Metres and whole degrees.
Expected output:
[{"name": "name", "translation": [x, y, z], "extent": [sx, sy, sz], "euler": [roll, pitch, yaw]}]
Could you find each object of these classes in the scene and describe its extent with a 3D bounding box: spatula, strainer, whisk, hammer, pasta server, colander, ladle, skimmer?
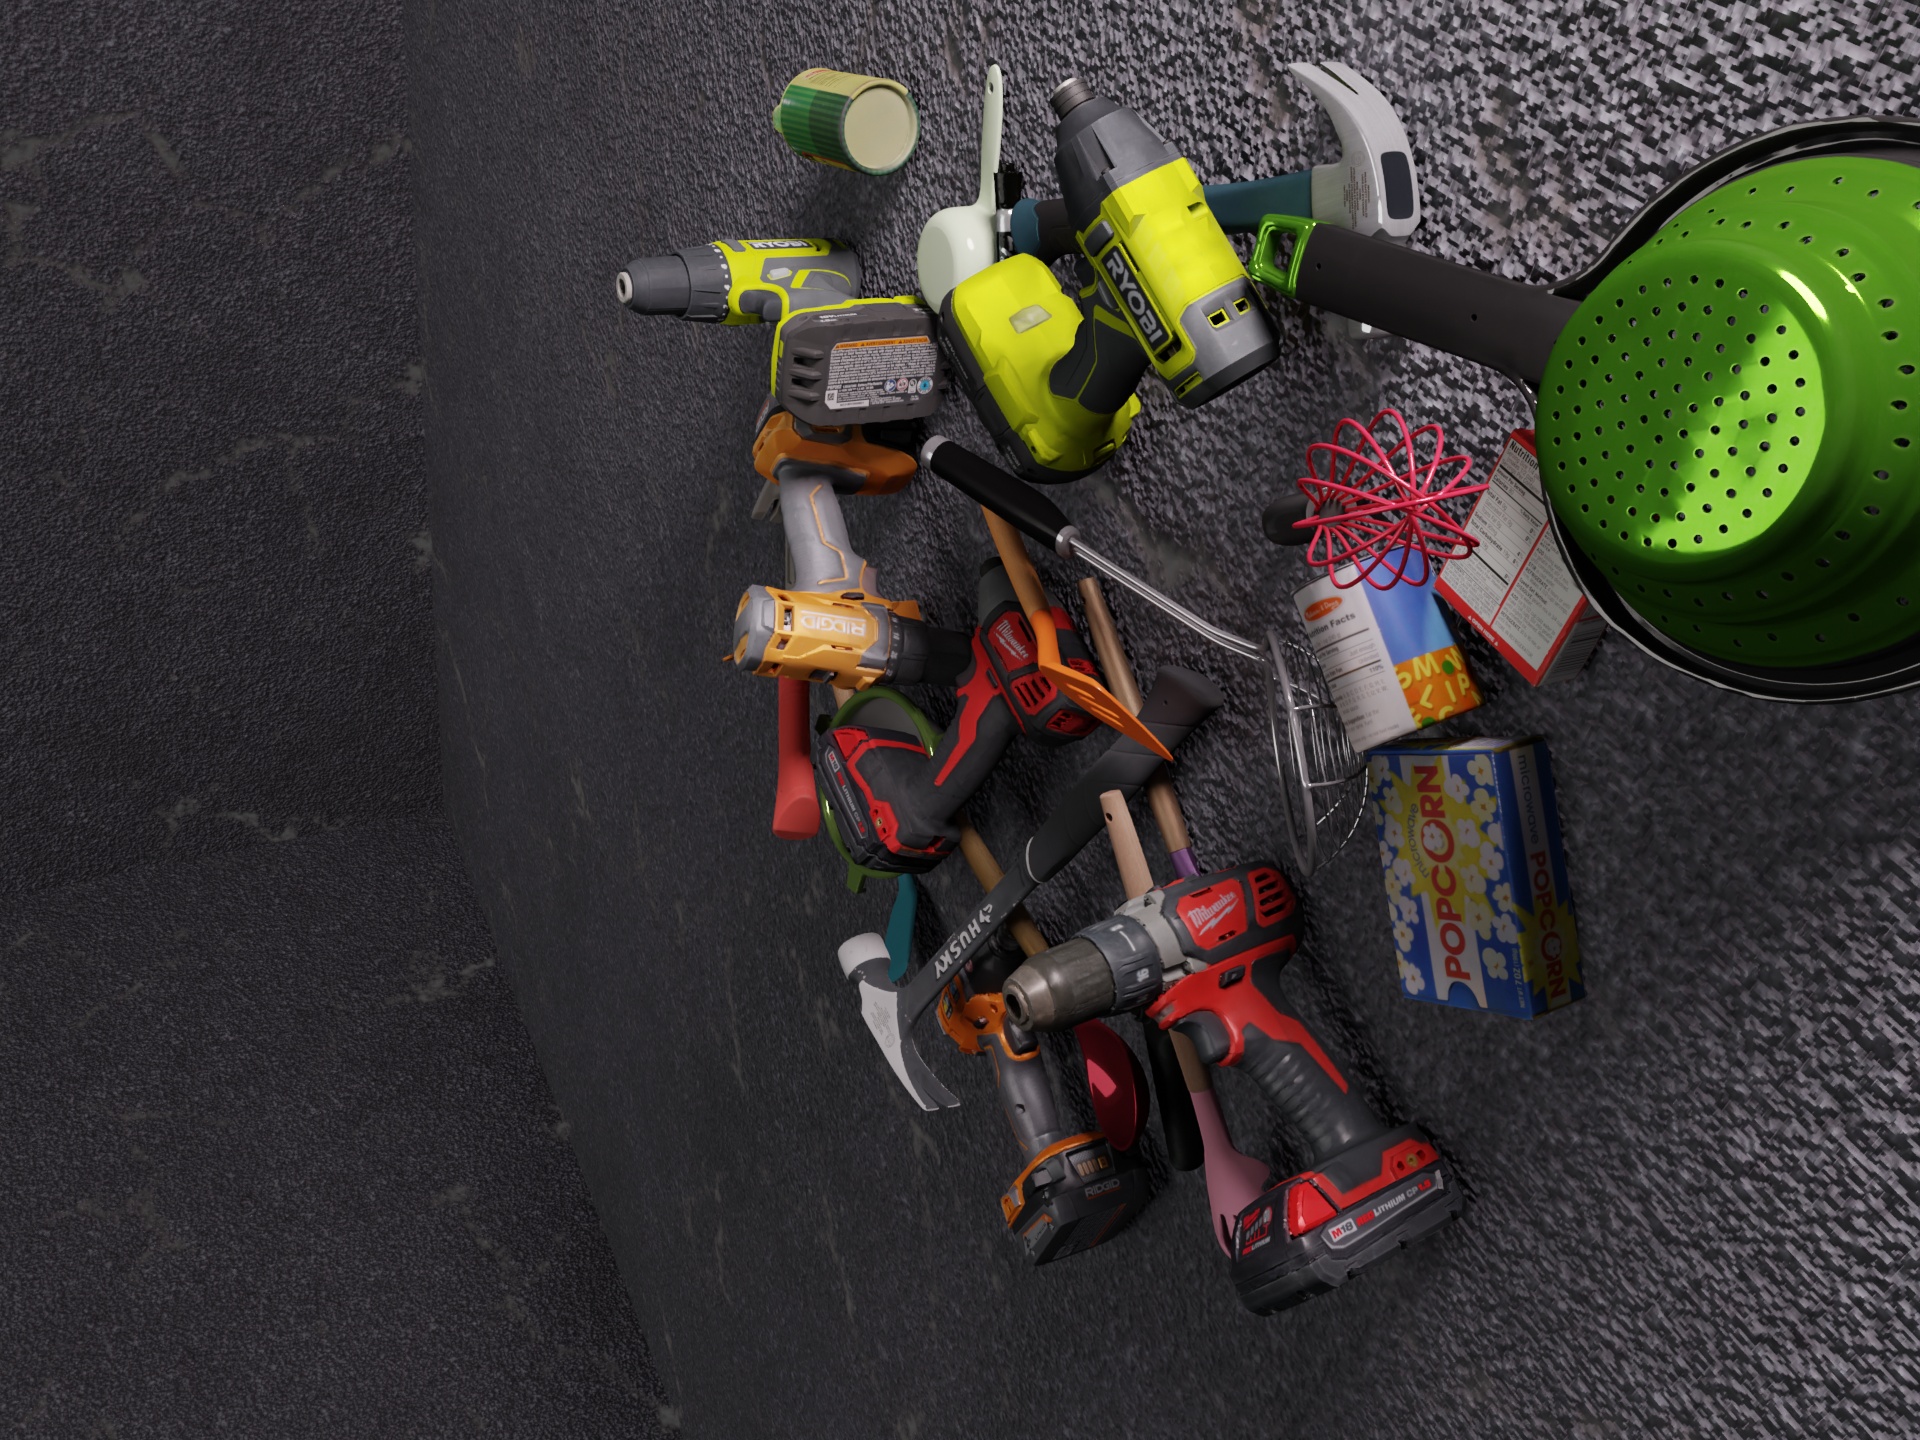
[{"name": "spatula", "translation": [0.130, 0.057, 0.995], "extent": [0.059, 0.018, 0.316], "euler": [-40, 66, 63]}, {"name": "strainer", "translation": [-0.010, 0.031, 1.226], "extent": [0.256, 0.069, 0.151], "euler": [-27, 70, 44]}, {"name": "whisk", "translation": [0.167, -0.093, 0.704], "extent": [0.296, 0.073, 0.073], "euler": [-67, -32, -84]}, {"name": "hammer", "translation": [-0.143, -0.068, 1.340], "extent": [0.149, 0.036, 0.359], "euler": [132, 141, -55]}, {"name": "hammer", "translation": [0.043, 0.108, 1.051], "extent": [0.408, 0.036, 0.149], "euler": [-52, 52, 37]}, {"name": "pasta server", "translation": [0.139, 0.190, 0.946], "extent": [0.060, 0.040, 0.316], "euler": [-13, 97, 44]}, {"name": "hammer", "translation": [0.121, -0.273, 0.864], "extent": [0.331, 0.033, 0.128], "euler": [23, 121, 58]}, {"name": "spatula", "translation": [0.053, -0.084, 1.010], "extent": [0.041, 0.081, 0.323], "euler": [-37, 38, 16]}, {"name": "spatula", "translation": [-0.084, 0.070, 1.388], "extent": [0.082, 0.044, 0.318], "euler": [136, 119, -63]}, {"name": "colander", "translation": [0.224, -0.139, 0.603], "extent": [0.397, 0.094, 0.204], "euler": [38, 125, 46]}, {"name": "ladle", "translation": [0.048, 0.153, 1.093], "extent": [0.316, 0.031, 0.069], "euler": [57, 144, 33]}, {"name": "skimmer", "translation": [0.084, -0.054, 0.889], "extent": [0.364, 0.090, 0.127], "euler": [38, 161, 31]}]

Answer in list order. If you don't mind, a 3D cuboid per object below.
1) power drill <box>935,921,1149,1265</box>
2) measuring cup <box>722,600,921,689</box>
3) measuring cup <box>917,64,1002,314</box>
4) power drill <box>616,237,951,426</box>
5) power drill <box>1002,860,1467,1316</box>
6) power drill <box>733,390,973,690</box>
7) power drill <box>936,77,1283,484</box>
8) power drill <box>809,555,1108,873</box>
[{"name": "power drill", "translation": [0.052, 0.257, 1.150], "extent": [0.164, 0.084, 0.227], "euler": [106, 146, -53]}, {"name": "measuring cup", "translation": [-0.102, -0.047, 1.235], "extent": [0.095, 0.173, 0.052], "euler": [-22, 86, 55]}, {"name": "measuring cup", "translation": [0.003, -0.347, 1.056], "extent": [0.083, 0.038, 0.167], "euler": [49, 143, 45]}, {"name": "power drill", "translation": [-0.128, -0.297, 1.173], "extent": [0.229, 0.190, 0.080], "euler": [43, 135, 42]}, {"name": "power drill", "translation": [0.141, 0.194, 0.851], "extent": [0.227, 0.188, 0.080], "euler": [62, 148, 20]}, {"name": "power drill", "translation": [-0.072, -0.129, 1.188], "extent": [0.084, 0.185, 0.226], "euler": [137, 137, -59]}, {"name": "power drill", "translation": [0.070, -0.230, 0.873], "extent": [0.171, 0.080, 0.223], "euler": [60, 160, -1]}, {"name": "power drill", "translation": [-0.002, -0.004, 1.098], "extent": [0.219, 0.078, 0.143], "euler": [-44, 55, 29]}]
